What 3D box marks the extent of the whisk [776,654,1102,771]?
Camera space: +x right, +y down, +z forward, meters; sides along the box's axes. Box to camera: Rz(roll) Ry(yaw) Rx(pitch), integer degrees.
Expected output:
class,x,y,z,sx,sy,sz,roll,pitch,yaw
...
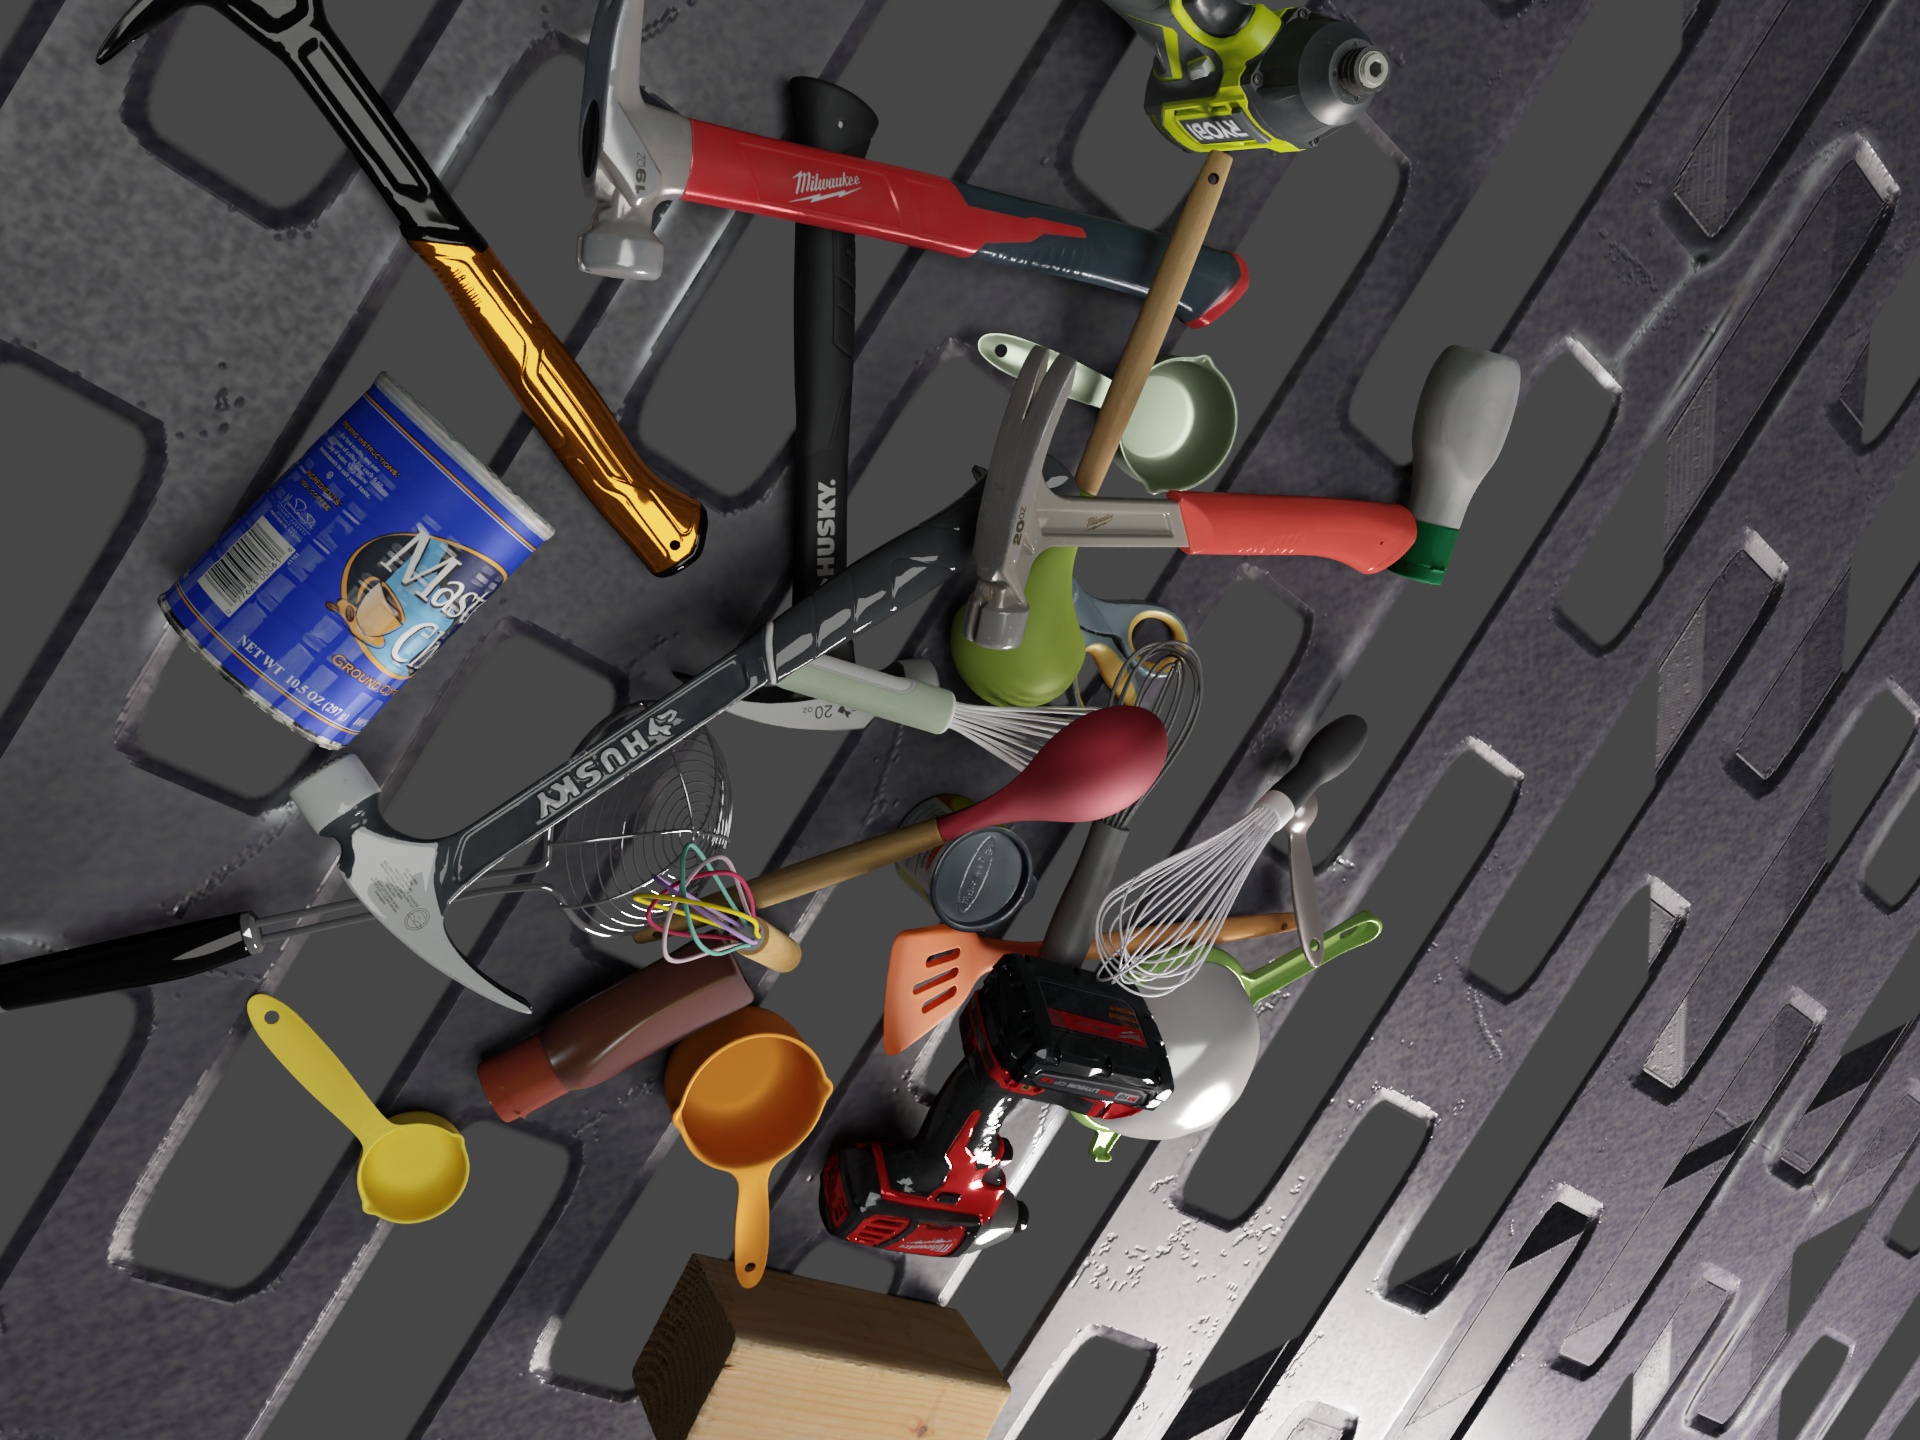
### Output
class,x,y,z,sx,sy,sz,roll,pitch,yaw
whisk,-0.001,-0.003,0.865,0.246,0.058,0.059,17,116,-23

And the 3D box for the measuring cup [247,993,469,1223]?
class,x,y,z,sx,sy,sz,roll,pitch,yaw
measuring cup,-0.321,0.200,0.842,0.062,0.029,0.156,-38,108,-10

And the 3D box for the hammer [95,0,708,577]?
class,x,y,z,sx,sy,sz,roll,pitch,yaw
hammer,-0.230,-0.198,0.736,0.127,0.034,0.336,-40,120,-10

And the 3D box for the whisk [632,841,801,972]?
class,x,y,z,sx,sy,sz,roll,pitch,yaw
whisk,-0.116,0.105,0.815,0.047,0.244,0.051,-20,75,0

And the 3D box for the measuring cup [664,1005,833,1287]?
class,x,y,z,sx,sy,sz,roll,pitch,yaw
measuring cup,-0.130,0.249,0.935,0.095,0.052,0.173,-6,112,-25

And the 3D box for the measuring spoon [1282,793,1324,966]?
class,x,y,z,sx,sy,sz,roll,pitch,yaw
measuring spoon,0.231,0.101,1.053,0.034,0.018,0.124,-3,83,-28

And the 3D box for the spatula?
class,x,y,z,sx,sy,sz,roll,pitch,yaw
spatula,0.091,0.149,1.016,0.322,0.041,0.081,-3,108,-27

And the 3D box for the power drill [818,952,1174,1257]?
class,x,y,z,sx,sy,sz,roll,pitch,yaw
power drill,0.024,0.248,0.965,0.143,0.079,0.219,19,122,-29

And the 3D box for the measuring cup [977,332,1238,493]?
class,x,y,z,sx,sy,sz,roll,pitch,yaw
measuring cup,0.078,-0.185,0.898,0.167,0.038,0.083,17,101,-23

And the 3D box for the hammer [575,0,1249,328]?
class,x,y,z,sx,sy,sz,roll,pitch,yaw
hammer,-0.001,-0.267,0.794,0.386,0.038,0.143,0,103,-35

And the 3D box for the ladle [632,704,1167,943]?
class,x,y,z,sx,sy,sz,roll,pitch,yaw
ladle,-0.035,0.066,0.864,0.315,0.031,0.069,-20,126,8

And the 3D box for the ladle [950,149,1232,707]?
class,x,y,z,sx,sy,sz,roll,pitch,yaw
ladle,0.077,-0.152,0.870,0.078,0.062,0.320,21,104,-5

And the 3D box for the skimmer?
class,x,y,z,sx,sy,sz,roll,pitch,yaw
skimmer,-0.292,0.079,0.806,0.363,0.090,0.127,-12,118,-12

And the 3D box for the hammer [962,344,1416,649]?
class,x,y,z,sx,sy,sz,roll,pitch,yaw
hammer,0.149,-0.119,0.891,0.359,0.037,0.149,-6,118,-43

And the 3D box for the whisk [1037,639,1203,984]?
class,x,y,z,sx,sy,sz,roll,pitch,yaw
whisk,0.088,0.064,0.953,0.055,0.055,0.239,15,99,-30

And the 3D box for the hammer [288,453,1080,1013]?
class,x,y,z,sx,sy,sz,roll,pitch,yaw
hammer,-0.107,-0.018,0.787,0.409,0.036,0.149,-34,96,-15

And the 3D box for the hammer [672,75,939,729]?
class,x,y,z,sx,sy,sz,roll,pitch,yaw
hammer,-0.077,-0.155,0.828,0.146,0.035,0.334,-7,110,-25

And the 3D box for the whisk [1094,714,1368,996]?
class,x,y,z,sx,sy,sz,roll,pitch,yaw
whisk,0.177,0.074,0.987,0.284,0.070,0.070,-39,123,-34

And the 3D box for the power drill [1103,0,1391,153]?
class,x,y,z,sx,sy,sz,roll,pitch,yaw
power drill,0.098,-0.364,0.766,0.223,0.171,0.080,34,90,-28

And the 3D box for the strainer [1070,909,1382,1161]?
class,x,y,z,sx,sy,sz,roll,pitch,yaw
strainer,0.190,0.204,1.053,0.256,0.069,0.151,-26,129,-16
